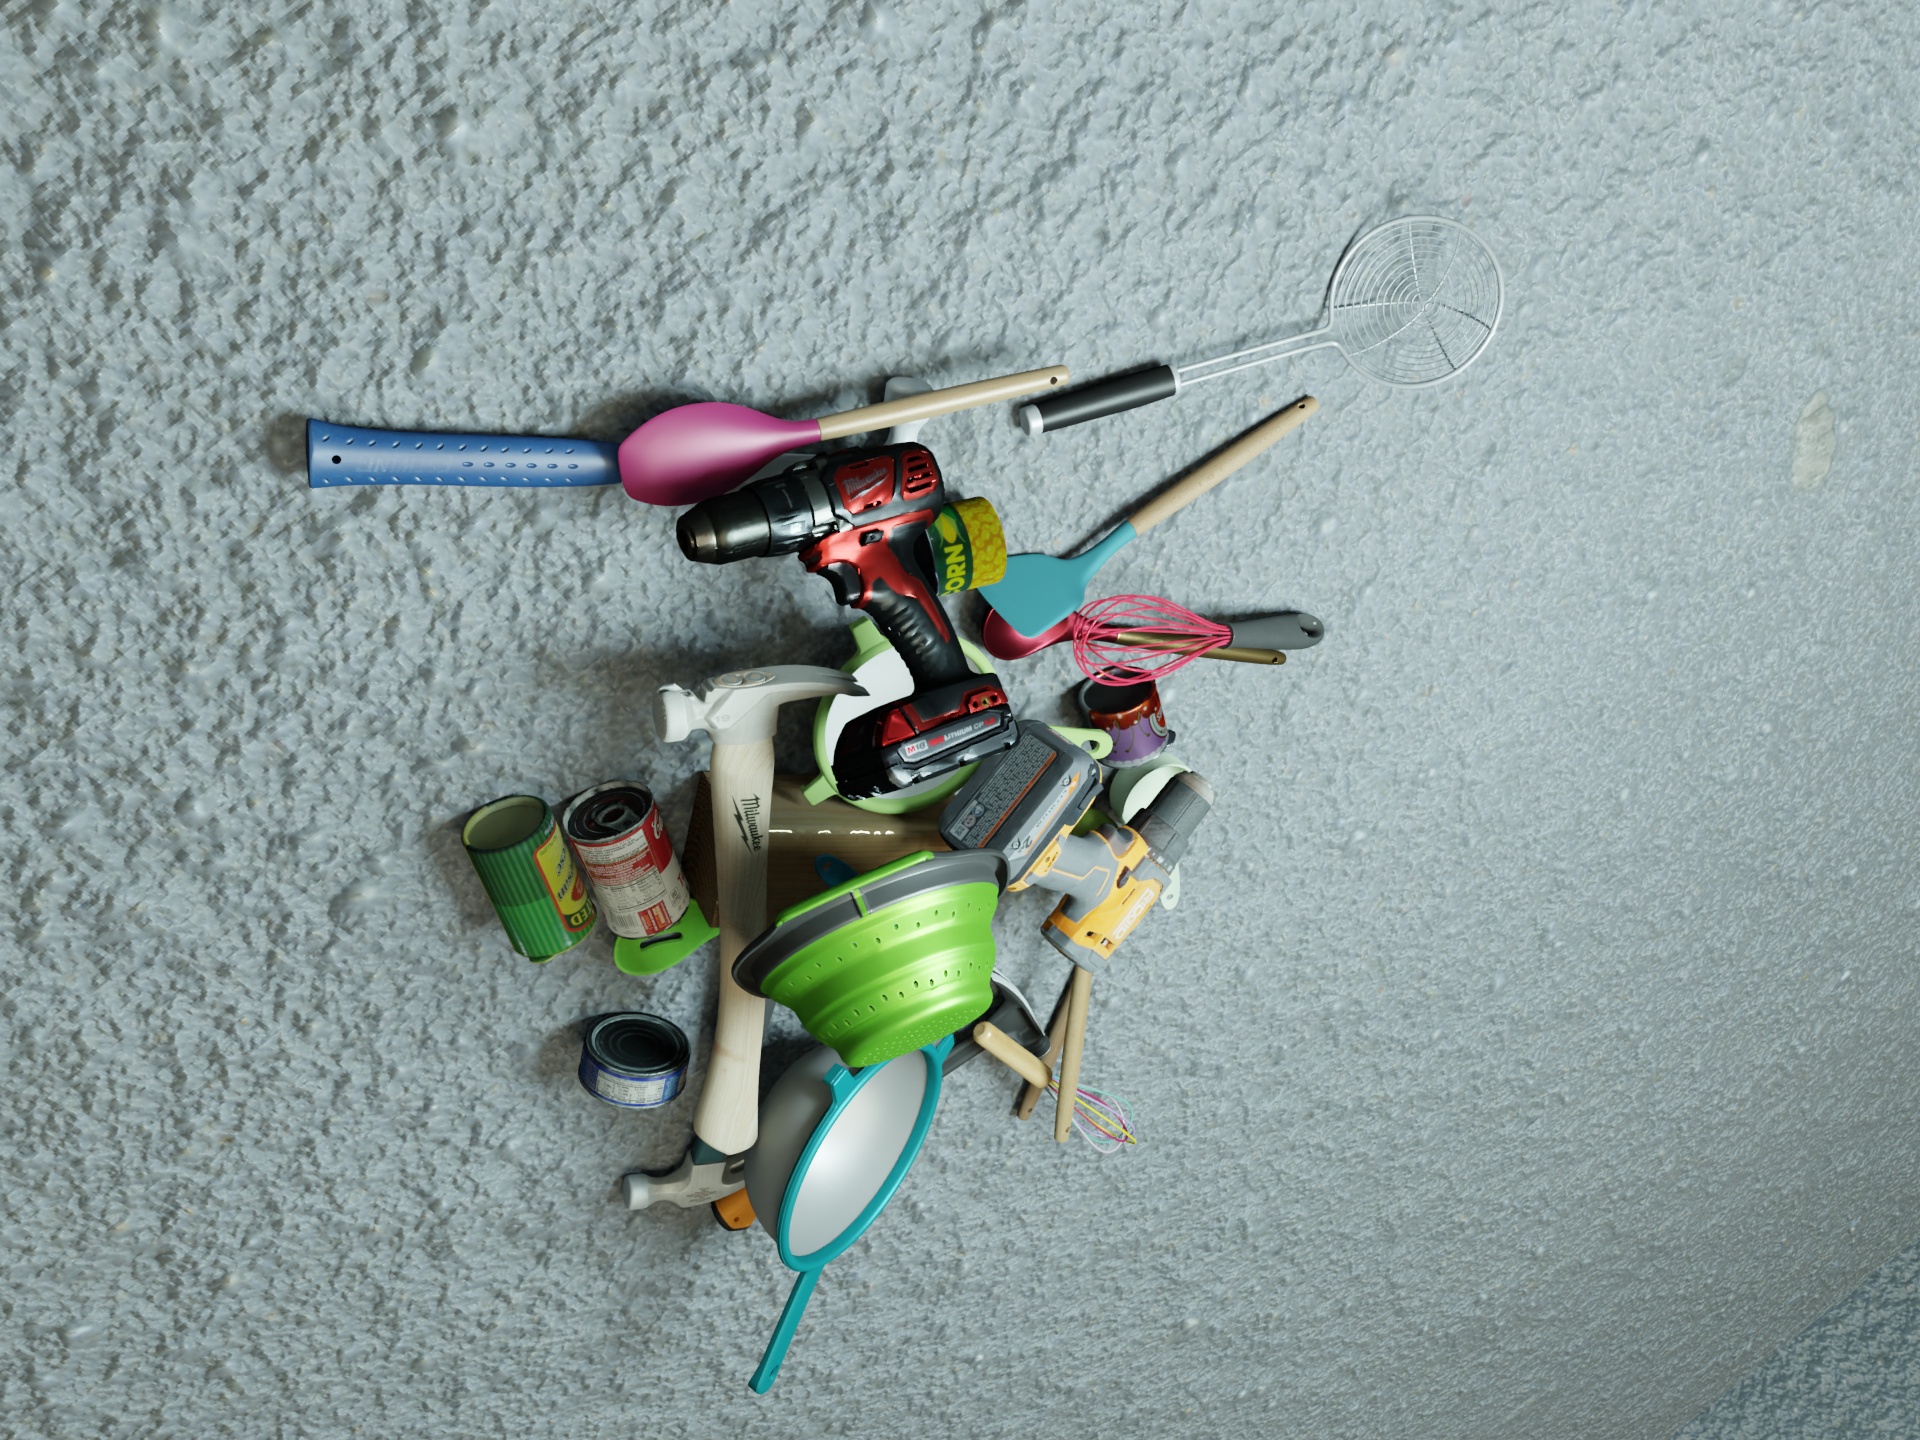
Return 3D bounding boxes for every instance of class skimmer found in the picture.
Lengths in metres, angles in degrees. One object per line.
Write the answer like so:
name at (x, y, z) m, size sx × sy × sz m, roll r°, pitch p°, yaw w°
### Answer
skimmer at (0.221, -0.275, 1.171) m, size 0.363 × 0.090 × 0.127 m, roll -18°, pitch 93°, yaw -13°

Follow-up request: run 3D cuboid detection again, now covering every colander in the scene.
colander at (-0.039, 0.198, 1.157) m, size 0.204 × 0.095 × 0.396 m, roll -23°, pitch 162°, yaw -4°

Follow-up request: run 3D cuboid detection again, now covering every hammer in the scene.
hammer at (-0.187, 0.283, 1.322) m, size 0.128 × 0.033 × 0.330 m, roll 2°, pitch 123°, yaw -29°
hammer at (-0.215, -0.164, 1.055) m, size 0.405 × 0.035 × 0.144 m, roll -2°, pitch 119°, yaw -25°
hammer at (-0.150, 0.150, 1.161) m, size 0.146 × 0.038 × 0.410 m, roll -8°, pitch 121°, yaw -24°
hammer at (-0.080, 0.347, 1.430) m, size 0.337 × 0.034 × 0.127 m, roll -34°, pitch 129°, yaw -4°

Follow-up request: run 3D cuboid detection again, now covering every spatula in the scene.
spatula at (0.113, 0.243, 1.475) m, size 0.059 × 0.018 × 0.315 m, roll 8°, pitch 114°, yaw -32°
spatula at (0.153, -0.167, 1.227) m, size 0.317 × 0.082 × 0.044 m, roll -35°, pitch 154°, yaw -9°

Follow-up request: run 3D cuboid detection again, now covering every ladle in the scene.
ladle at (0.098, 0.228, 1.401) m, size 0.078 × 0.062 × 0.320 m, roll -14°, pitch 118°, yaw -43°
ladle at (0.147, -0.068, 1.299) m, size 0.315 × 0.031 × 0.069 m, roll 6°, pitch 117°, yaw -31°

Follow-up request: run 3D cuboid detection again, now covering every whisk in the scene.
whisk at (0.092, 0.338, 1.467) m, size 0.051 × 0.047 × 0.244 m, roll -43°, pitch 127°, yaw 5°
whisk at (0.199, -0.069, 1.281) m, size 0.295 × 0.073 × 0.073 m, roll -5°, pitch 122°, yaw -40°

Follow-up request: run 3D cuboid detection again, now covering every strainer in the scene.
strainer at (-0.136, 0.398, 1.333) m, size 0.211 × 0.095 × 0.340 m, roll 2°, pitch 113°, yaw -62°
strainer at (-0.002, -0.004, 1.234) m, size 0.256 × 0.069 × 0.151 m, roll 7°, pitch 112°, yaw -28°

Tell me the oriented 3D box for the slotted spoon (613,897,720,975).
slotted spoon at (-0.131, 0.152, 1.294) m, size 0.313 × 0.031 × 0.070 m, roll -8°, pitch 122°, yaw -25°

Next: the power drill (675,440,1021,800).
power drill at (-0.072, -0.064, 1.045) m, size 0.188 × 0.080 × 0.227 m, roll -19°, pitch 90°, yaw -31°

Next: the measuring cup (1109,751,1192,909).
measuring cup at (0.172, 0.098, 1.405) m, size 0.083 × 0.038 × 0.167 m, roll -21°, pitch 128°, yaw -14°

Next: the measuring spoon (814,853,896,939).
measuring spoon at (-0.078, 0.125, 1.178) m, size 0.042 × 0.021 × 0.128 m, roll -49°, pitch 140°, yaw -6°

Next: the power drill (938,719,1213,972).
power drill at (0.103, 0.084, 1.244) m, size 0.185 × 0.084 × 0.226 m, roll -51°, pitch 138°, yaw -4°

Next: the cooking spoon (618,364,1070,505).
cooking spoon at (-0.072, -0.201, 1.069) m, size 0.319 × 0.017 × 0.068 m, roll -16°, pitch 125°, yaw -17°
